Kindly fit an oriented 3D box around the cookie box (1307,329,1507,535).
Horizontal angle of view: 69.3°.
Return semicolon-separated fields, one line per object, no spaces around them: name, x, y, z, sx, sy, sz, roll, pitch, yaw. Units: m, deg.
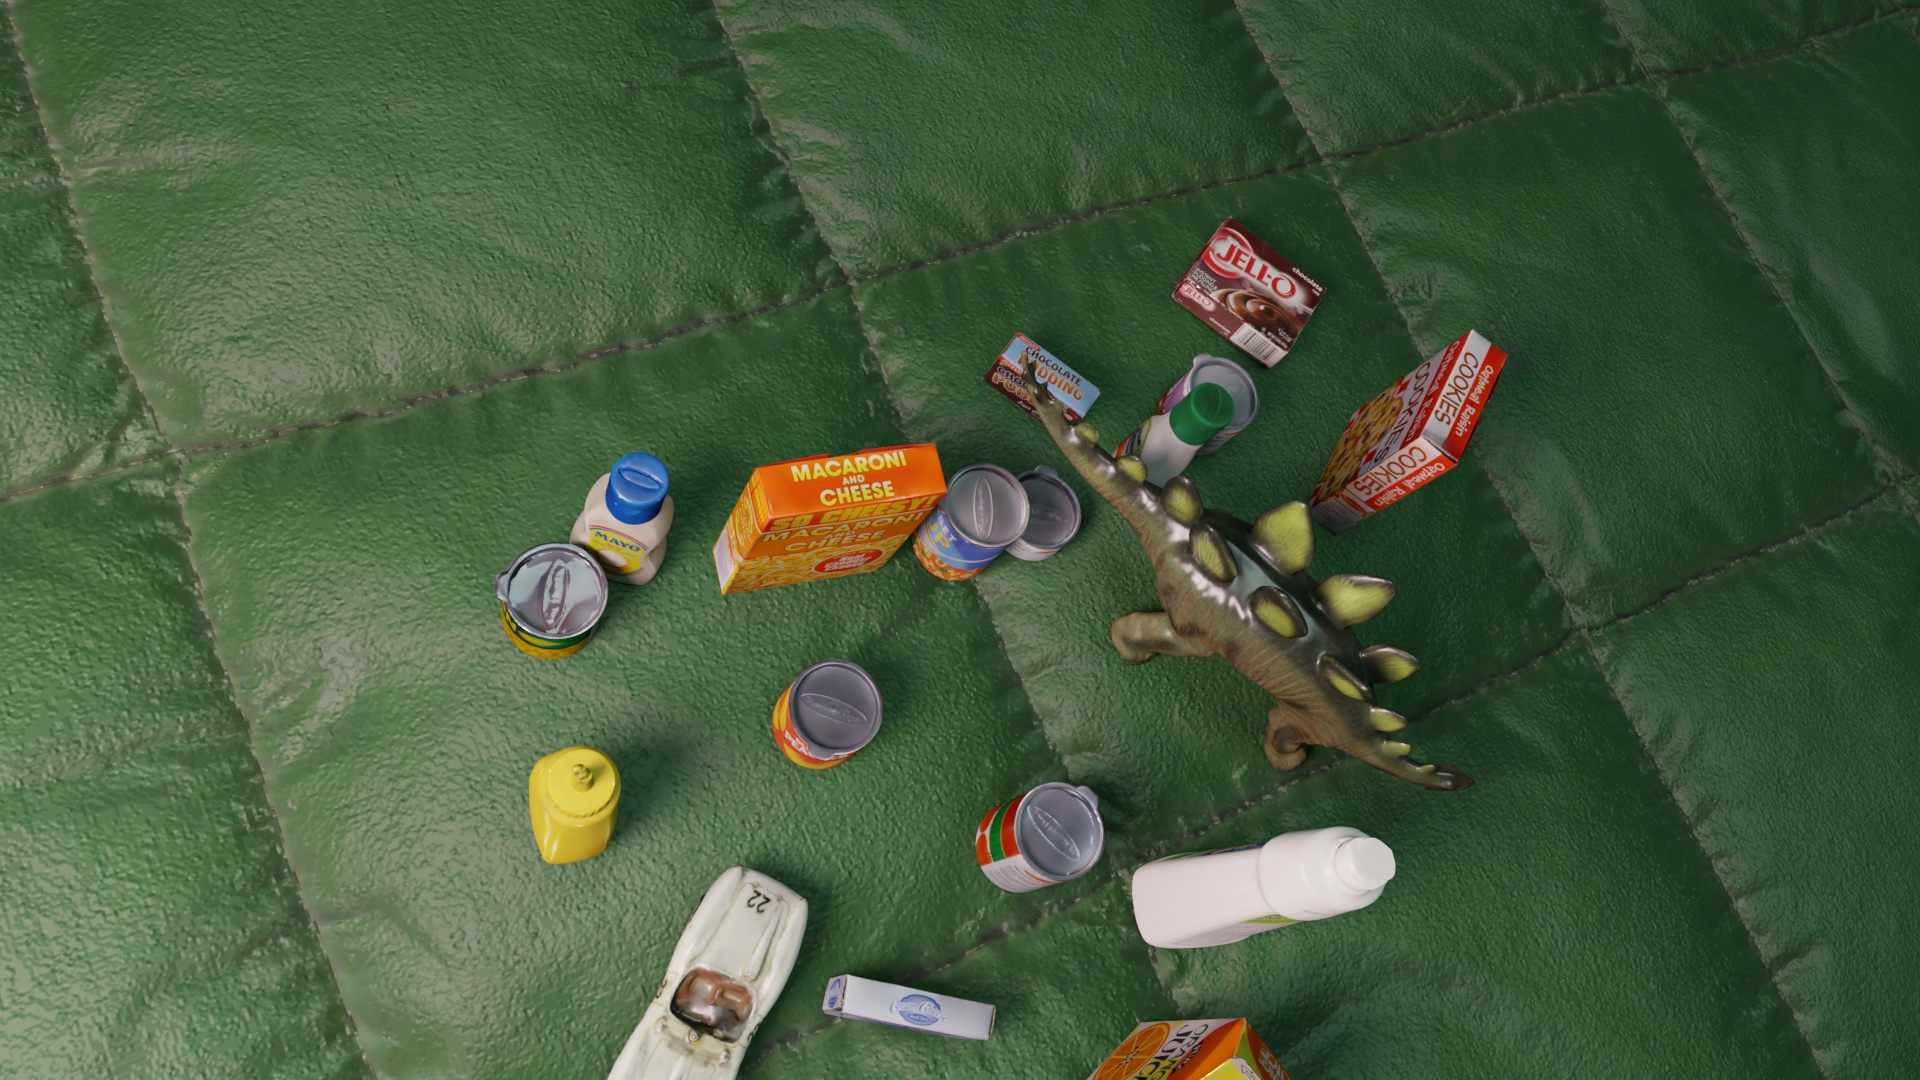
cookie box;0.366;-0.086;1.147;0.040;0.166;0.123;36;63;-5

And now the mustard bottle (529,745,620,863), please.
mustard bottle;-0.233;0.156;0.842;0.049;0.159;0.065;-10;74;-23

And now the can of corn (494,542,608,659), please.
can of corn;-0.274;0.041;0.927;0.071;0.058;0.071;7;68;-18

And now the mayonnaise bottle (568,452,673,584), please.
mayonnaise bottle;-0.221;-0.014;0.917;0.065;0.147;0.041;22;65;-11

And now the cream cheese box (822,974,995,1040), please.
cream cheese box;-0.035;0.309;0.916;0.104;0.053;0.024;16;66;-14

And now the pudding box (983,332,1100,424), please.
pudding box;0.066;-0.125;1.119;0.084;0.049;0.030;36;63;-4

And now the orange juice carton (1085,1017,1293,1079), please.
orange juice carton;0.155;0.358;0.888;0.073;0.192;0.072;-36;86;-27

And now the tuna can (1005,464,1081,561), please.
tuna can;0.059;-0.021;1.087;0.071;0.032;0.071;7;68;-18

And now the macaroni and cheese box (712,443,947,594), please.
macaroni and cheese box;-0.094;-0.013;0.953;0.124;0.165;0.040;-9;74;-23

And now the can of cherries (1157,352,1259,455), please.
can of cherries;0.205;-0.114;1.161;0.071;0.058;0.072;7;68;-18

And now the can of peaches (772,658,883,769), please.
can of peaches;-0.094;0.123;0.962;0.071;0.058;0.071;7;68;-18

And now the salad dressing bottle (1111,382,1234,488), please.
salad dressing bottle;0.162;-0.076;1.081;0.044;0.147;0.064;24;64;-10

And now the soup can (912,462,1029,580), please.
soup can;0.004;-0.013;1.035;0.071;0.083;0.071;7;68;-18

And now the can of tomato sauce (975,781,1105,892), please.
can of tomato sauce;0.055;0.207;0.970;0.071;0.082;0.071;7;68;-18
